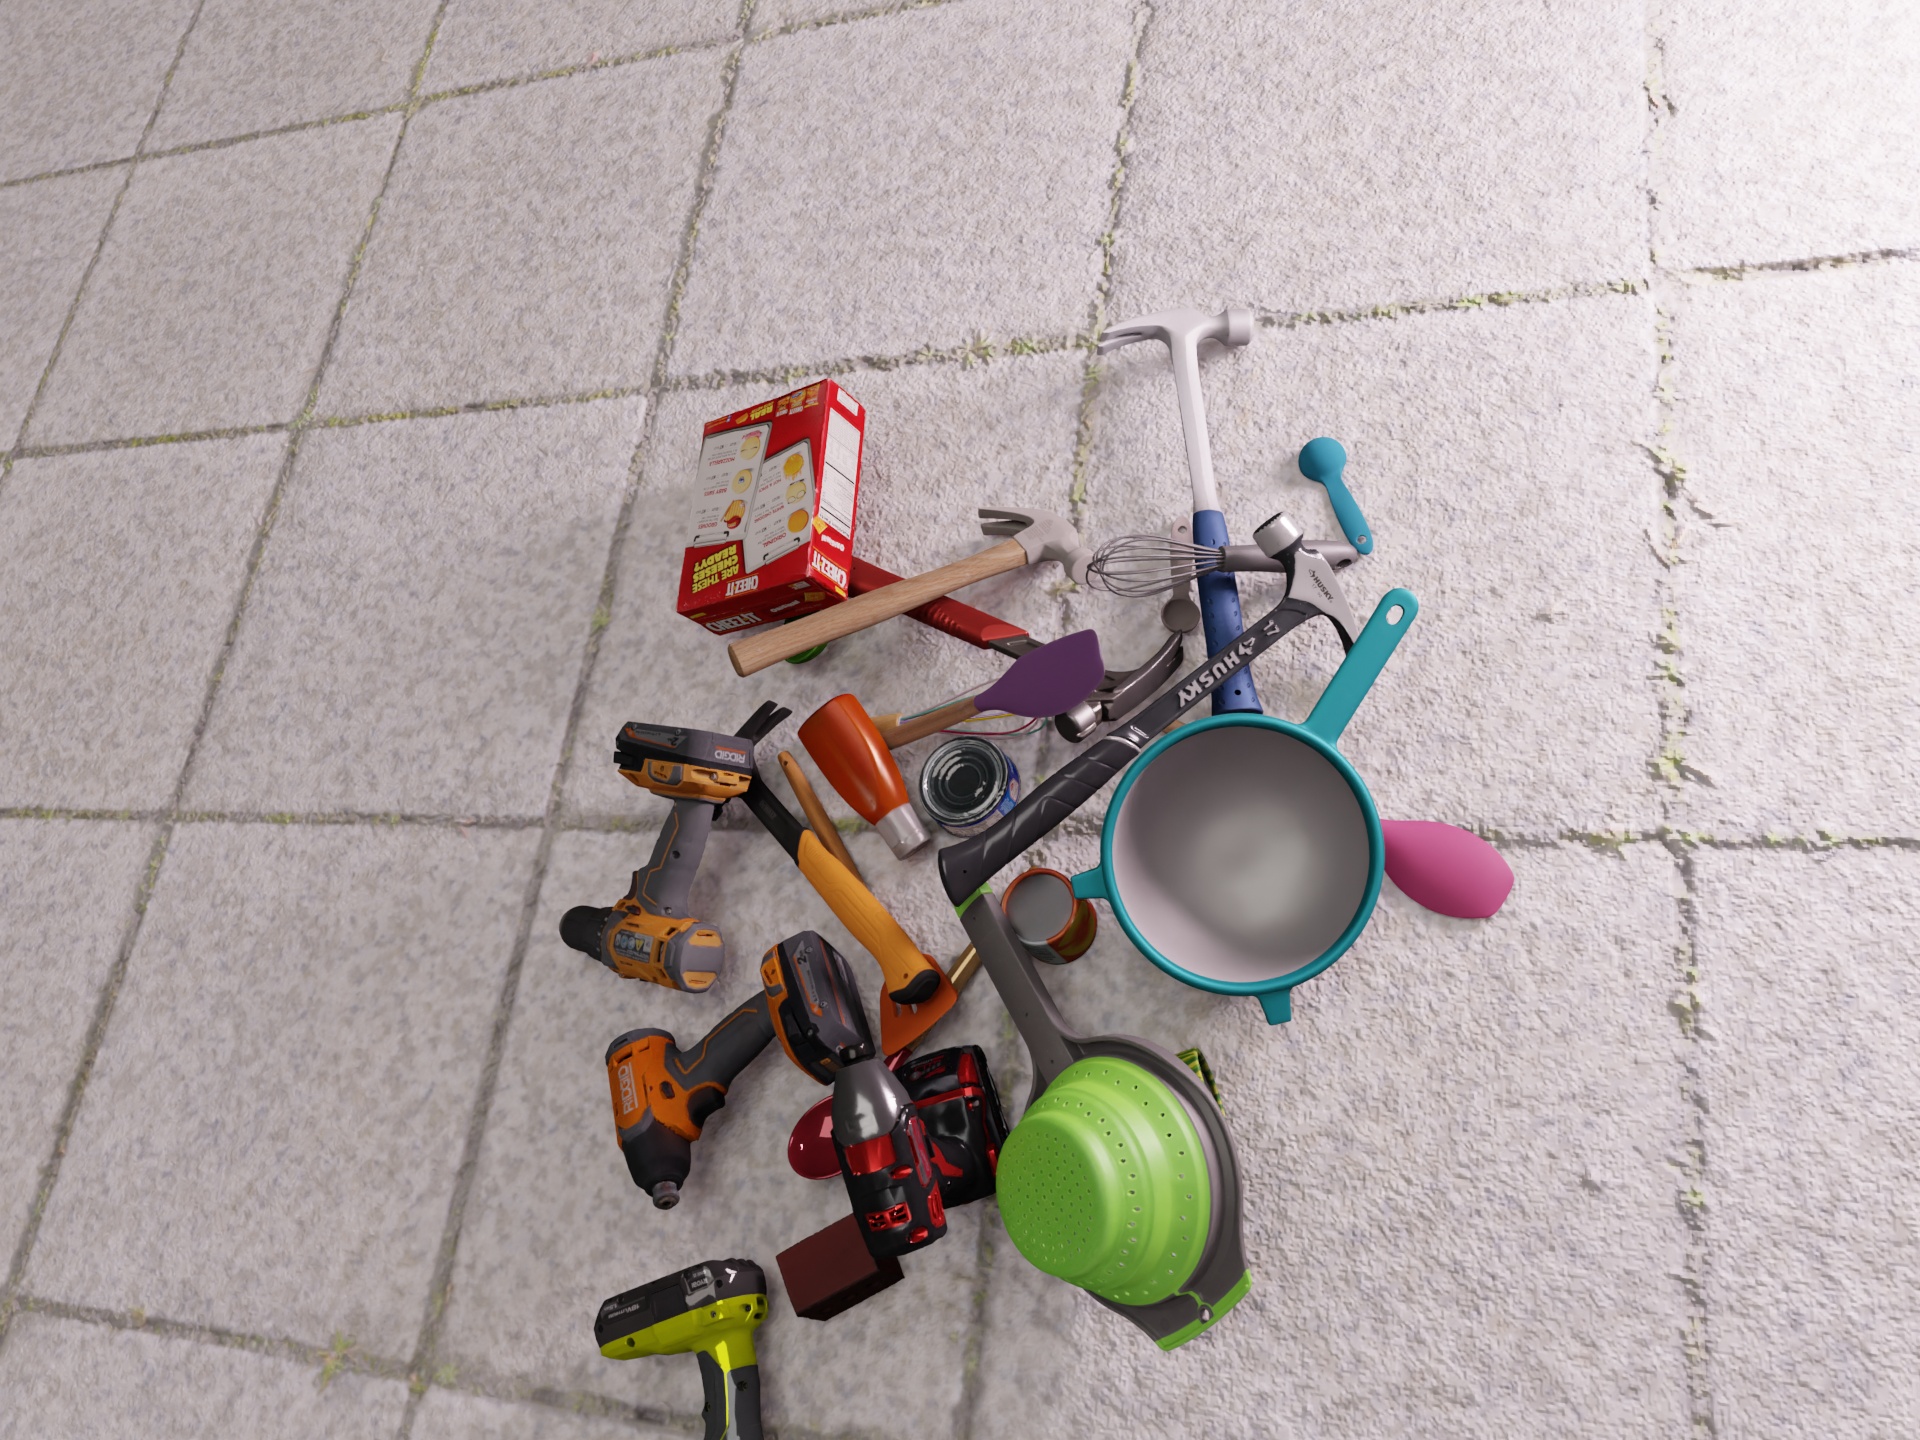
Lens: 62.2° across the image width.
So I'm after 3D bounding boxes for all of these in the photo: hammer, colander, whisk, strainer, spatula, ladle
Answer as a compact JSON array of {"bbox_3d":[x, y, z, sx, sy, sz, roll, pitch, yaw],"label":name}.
[{"bbox_3d":[0.147,0.011,1.270,0.409,0.036,0.149,-38,94,-7],"label":"hammer"},{"bbox_3d":[0.019,-0.088,1.425,0.359,0.036,0.149,26,49,36],"label":"hammer"},{"bbox_3d":[0.057,0.270,1.172,0.204,0.094,0.398,-52,53,32],"label":"colander"},{"bbox_3d":[-0.031,0.001,1.423,0.245,0.051,0.047,-8,45,23],"label":"whisk"},{"bbox_3d":[0.219,-0.132,1.328,0.239,0.055,0.055,-4,62,-11],"label":"whisk"},{"bbox_3d":[0.246,0.048,1.229,0.211,0.095,0.340,33,88,4],"label":"strainer"},{"bbox_3d":[-0.002,-0.004,1.352,0.316,0.018,0.060,-21,74,39],"label":"spatula"},{"bbox_3d":[-0.031,0.247,1.313,0.069,0.031,0.315,31,79,37],"label":"ladle"},{"bbox_3d":[-0.095,0.143,1.379,0.081,0.041,0.323,-40,57,11],"label":"spatula"},{"bbox_3d":[-0.049,-0.113,1.414,0.331,0.031,0.130,-22,41,-14],"label":"hammer"},{"bbox_3d":[0.209,-0.189,1.393,0.144,0.035,0.406,-2,67,-4],"label":"hammer"},{"bbox_3d":[-0.117,0.119,1.370,0.127,0.034,0.337,-51,51,6],"label":"hammer"}]

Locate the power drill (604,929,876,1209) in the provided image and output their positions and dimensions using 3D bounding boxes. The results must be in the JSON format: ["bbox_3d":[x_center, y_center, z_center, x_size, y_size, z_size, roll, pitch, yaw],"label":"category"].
[{"bbox_3d":[-0.187,0.291,1.310,0.226,0.084,0.164,-32,43,8],"label":"power drill"}]

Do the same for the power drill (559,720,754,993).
[{"bbox_3d":[-0.277,0.118,1.420,0.185,0.084,0.226,5,84,39],"label":"power drill"}]

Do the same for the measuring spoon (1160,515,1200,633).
[{"bbox_3d":[0.194,-0.127,1.403,0.034,0.018,0.124,4,60,4],"label":"measuring spoon"}]

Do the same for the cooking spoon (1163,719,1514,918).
[{"bbox_3d":[0.287,0.066,1.270,0.319,0.017,0.069,29,81,30],"label":"cooking spoon"}]

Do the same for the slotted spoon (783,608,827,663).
[{"bbox_3d":[-0.173,-0.182,1.569,0.070,0.031,0.314,-35,54,27],"label":"slotted spoon"}]

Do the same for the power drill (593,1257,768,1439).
[{"bbox_3d":[-0.200,0.545,1.218,0.171,0.080,0.223,-24,63,11],"label":"power drill"}]

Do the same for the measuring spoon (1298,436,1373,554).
[{"bbox_3d":[0.327,-0.197,1.372,0.042,0.021,0.129,-24,59,11],"label":"measuring spoon"}]

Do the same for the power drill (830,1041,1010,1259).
[{"bbox_3d":[-0.033,0.301,1.164,0.078,0.219,0.143,-21,78,12],"label":"power drill"}]
